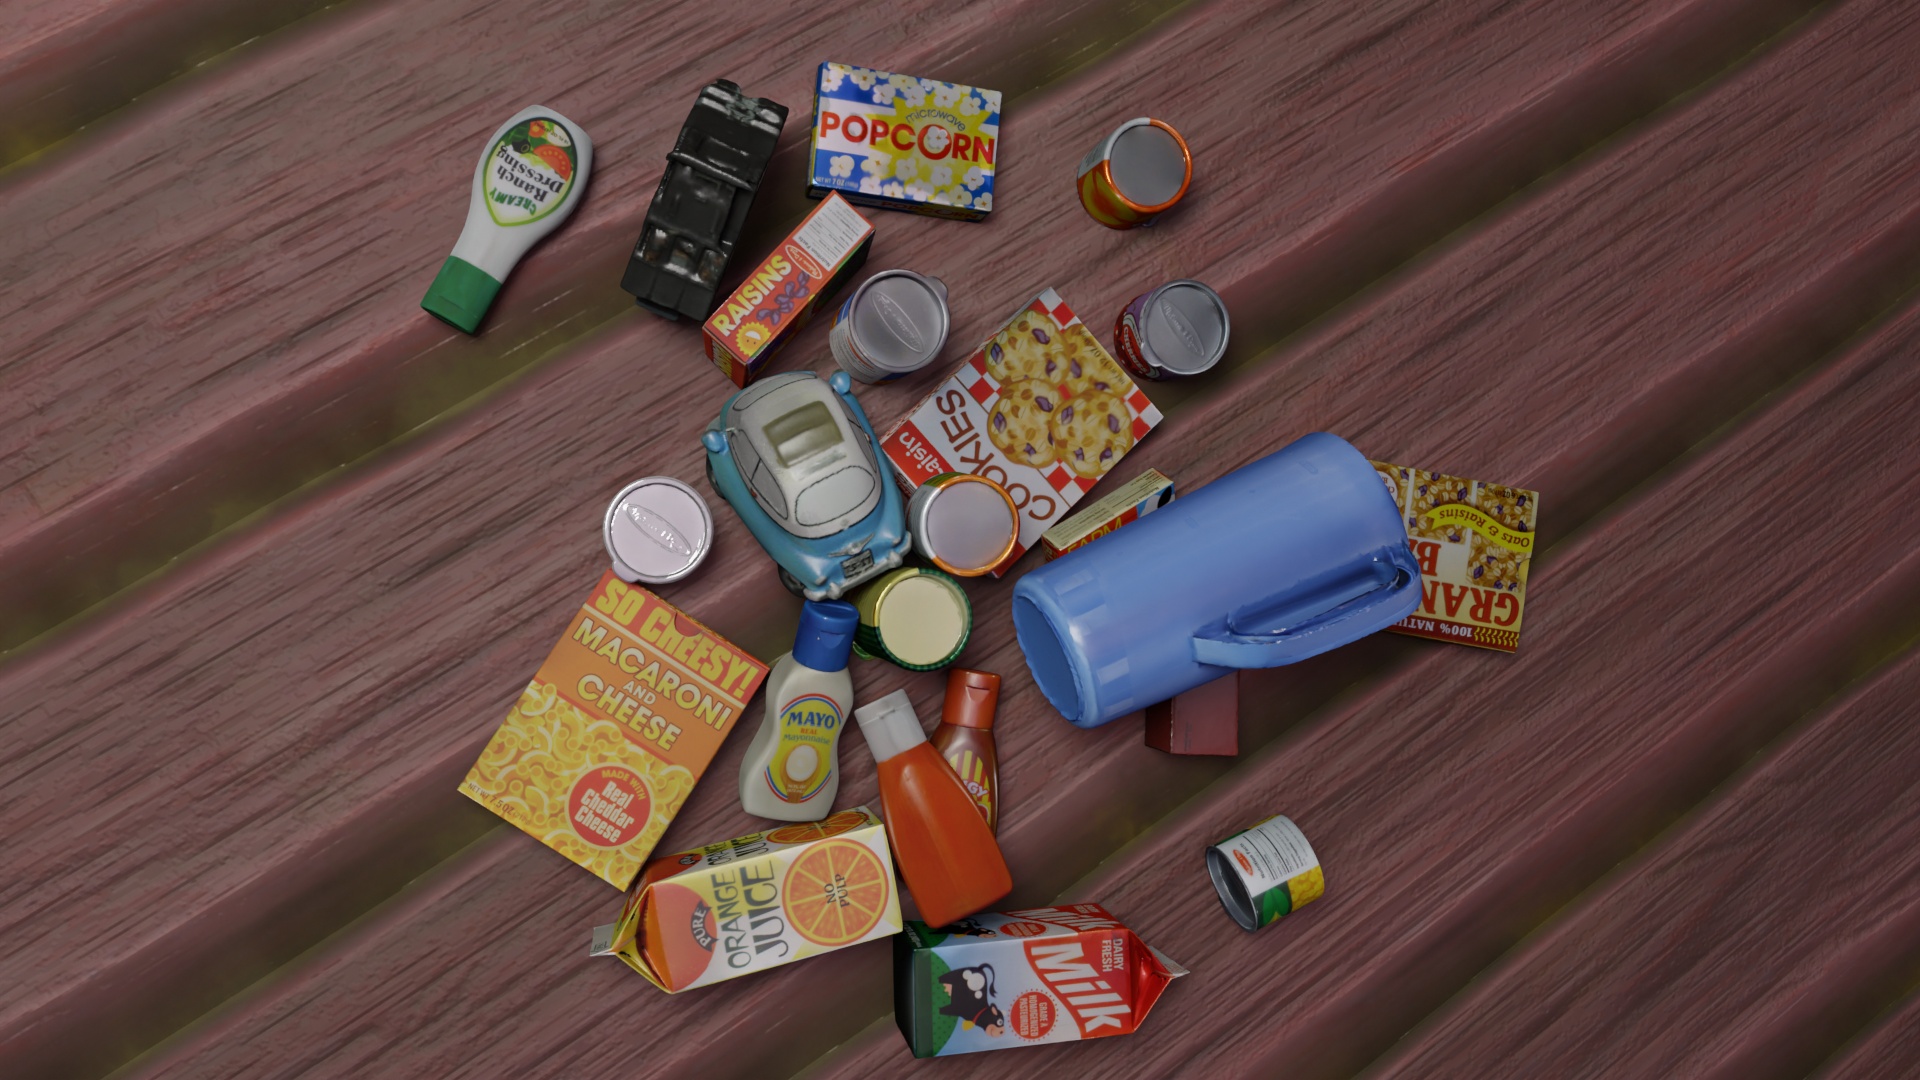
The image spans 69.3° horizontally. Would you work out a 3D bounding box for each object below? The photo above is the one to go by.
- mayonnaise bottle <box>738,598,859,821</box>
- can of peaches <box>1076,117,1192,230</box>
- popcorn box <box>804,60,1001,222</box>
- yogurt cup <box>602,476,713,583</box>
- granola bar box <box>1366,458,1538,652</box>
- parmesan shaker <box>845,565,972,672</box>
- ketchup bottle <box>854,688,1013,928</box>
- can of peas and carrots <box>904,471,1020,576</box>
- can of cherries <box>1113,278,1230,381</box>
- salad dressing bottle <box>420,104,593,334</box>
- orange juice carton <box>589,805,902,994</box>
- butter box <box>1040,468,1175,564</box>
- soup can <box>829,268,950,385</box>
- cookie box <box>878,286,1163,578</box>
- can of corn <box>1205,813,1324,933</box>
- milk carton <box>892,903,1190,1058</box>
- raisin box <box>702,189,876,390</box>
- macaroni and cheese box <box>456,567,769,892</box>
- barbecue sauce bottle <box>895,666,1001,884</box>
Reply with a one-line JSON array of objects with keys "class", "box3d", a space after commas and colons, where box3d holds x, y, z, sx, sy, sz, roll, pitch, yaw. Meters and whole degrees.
[{"class": "mayonnaise bottle", "box3d": [-0.100, 0.110, 0.901, 0.065, 0.041, 0.147, 9, 109, -19]}, {"class": "can of peaches", "box3d": [0.124, -0.255, 0.976, 0.071, 0.058, 0.071, 0, 89, -14]}, {"class": "popcorn box", "box3d": [-0.039, -0.270, 0.945, 0.127, 0.038, 0.085, 5, 88, -14]}, {"class": "yogurt cup", "box3d": [-0.195, -0.007, 0.896, 0.072, 0.054, 0.072, 0, 90, -14]}, {"class": "granola bar box", "box3d": [0.344, 0.011, 1.038, 0.166, 0.039, 0.124, 9, 88, -14]}, {"class": "parmesan shaker", "box3d": [-0.037, 0.052, 0.910, 0.071, 0.103, 0.071, 0, 90, -14]}, {"class": "ketchup bottle", "box3d": [-0.023, 0.171, 0.902, 0.065, 0.043, 0.149, -24, 85, -11]}, {"class": "can of peas and carrots", "box3d": [0.003, -0.011, 0.900, 0.071, 0.059, 0.071, -1, 94, -11]}, {"class": "can of cherries", "box3d": [0.146, -0.146, 0.981, 0.071, 0.058, 0.071, 0, 91, -15]}, {"class": "salad dressing bottle", "box3d": [-0.288, -0.202, 0.880, 0.064, 0.044, 0.148, 29, 83, -13]}, {"class": "orange juice carton", "box3d": [-0.141, 0.234, 0.898, 0.193, 0.072, 0.073, -12, 92, -14]}, {"class": "butter box", "box3d": [0.104, -0.003, 0.967, 0.104, 0.024, 0.052, -30, 133, -21]}, {"class": "soup can", "box3d": [-0.046, -0.141, 0.919, 0.071, 0.083, 0.071, 0, 90, -14]}, {"class": "cookie box", "box3d": [0.038, -0.073, 0.963, 0.168, 0.040, 0.123, -44, 100, -11]}, {"class": "can of corn", "box3d": [0.217, 0.238, 0.993, 0.058, 0.071, 0.071, -22, 95, -13]}, {"class": "milk carton", "box3d": [0.054, 0.295, 0.946, 0.191, 0.072, 0.073, -2, 90, -14]}, {"class": "raisin box", "box3d": [-0.112, -0.160, 0.902, 0.040, 0.086, 0.123, 43, 80, -5]}, {"class": "macaroni and cheese box", "box3d": [-0.219, 0.119, 0.891, 0.124, 0.040, 0.166, 33, 82, -6]}, {"class": "barbecue sauce bottle", "box3d": [-0.002, 0.162, 0.948, 0.065, 0.043, 0.148, 10, 87, -11]}]
